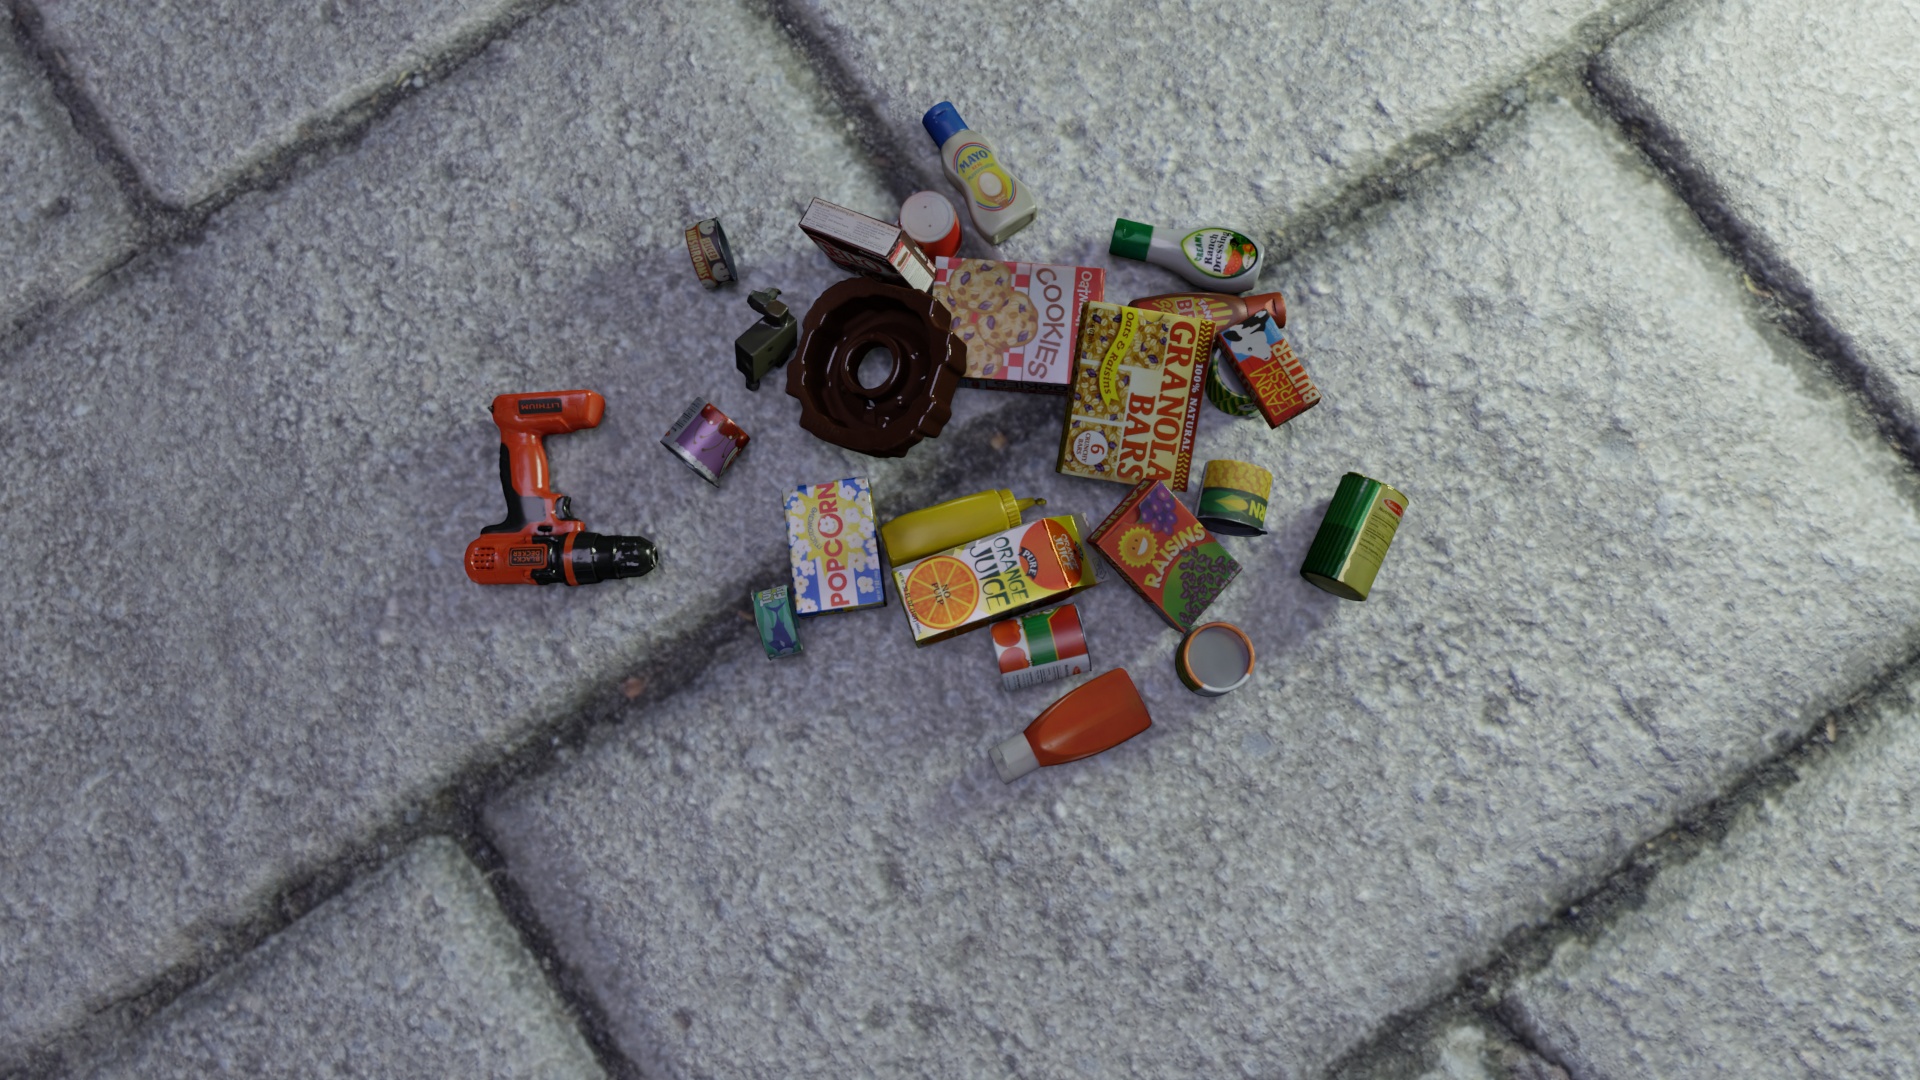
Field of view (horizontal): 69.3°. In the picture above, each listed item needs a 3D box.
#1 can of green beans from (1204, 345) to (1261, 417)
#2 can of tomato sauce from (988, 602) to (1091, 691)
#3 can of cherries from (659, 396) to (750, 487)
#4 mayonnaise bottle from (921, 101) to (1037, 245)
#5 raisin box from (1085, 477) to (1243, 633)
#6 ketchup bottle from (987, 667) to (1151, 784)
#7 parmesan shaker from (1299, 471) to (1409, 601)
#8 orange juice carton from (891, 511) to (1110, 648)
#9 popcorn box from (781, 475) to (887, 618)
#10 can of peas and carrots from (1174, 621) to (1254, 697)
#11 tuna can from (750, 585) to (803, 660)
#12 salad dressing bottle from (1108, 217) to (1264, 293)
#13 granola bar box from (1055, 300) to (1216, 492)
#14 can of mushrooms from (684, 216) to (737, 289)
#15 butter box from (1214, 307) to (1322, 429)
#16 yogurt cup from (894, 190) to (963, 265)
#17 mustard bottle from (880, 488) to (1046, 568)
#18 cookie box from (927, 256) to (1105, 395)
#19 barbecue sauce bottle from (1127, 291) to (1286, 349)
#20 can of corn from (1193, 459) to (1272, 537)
[{"bbox_3d":[0.272,-0.159,1.337,0.071,0.057,0.071,0,80,2],"label":"can of green beans"},{"bbox_3d":[0.073,0.098,1.292,0.083,0.071,0.071,-14,80,0],"label":"can of tomato sauce"},{"bbox_3d":[-0.243,-0.095,1.338,0.071,0.071,0.058,37,82,8],"label":"can of cherries"},{"bbox_3d":[0.015,-0.372,1.393,0.065,0.041,0.148,-33,81,-2],"label":"mayonnaise bottle"},{"bbox_3d":[0.190,0.013,1.295,0.086,0.040,0.123,-46,104,-6],"label":"raisin box"},{"bbox_3d":[0.099,0.177,1.287,0.149,0.043,0.065,-26,79,-3],"label":"ketchup bottle"},{"bbox_3d":[0.366,-0.003,1.300,0.071,0.071,0.103,26,82,6],"label":"parmesan shaker"},{"bbox_3d":[0.038,0.035,1.300,0.193,0.073,0.072,-19,80,-2],"label":"orange juice carton"},{"bbox_3d":[-0.121,0.007,1.327,0.085,0.038,0.127,-8,79,1],"label":"popcorn box"},{"bbox_3d":[0.234,0.108,1.288,0.071,0.058,0.071,0,80,1],"label":"can of peas and carrots"},{"bbox_3d":[-0.172,0.075,1.301,0.033,0.071,0.071,-15,80,-2],"label":"tuna can"},{"bbox_3d":[0.222,-0.284,1.369,0.148,0.044,0.064,13,79,4],"label":"salad dressing bottle"},{"bbox_3d":[0.165,-0.136,1.315,0.124,0.039,0.165,8,96,-7],"label":"granola bar box"},{"bbox_3d":[-0.246,-0.283,1.369,0.033,0.071,0.071,-15,80,1],"label":"can of mushrooms"},{"bbox_3d":[0.286,-0.160,1.294,0.053,0.024,0.103,-29,80,-4],"label":"butter box"},{"bbox_3d":[-0.032,-0.311,1.377,0.072,0.054,0.072,0,80,1],"label":"yogurt cup"},{"bbox_3d":[0.005,-0.017,1.318,0.160,0.065,0.049,-18,80,-8],"label":"mustard bottle"},{"bbox_3d":[0.053,-0.209,1.362,0.167,0.040,0.123,5,80,2],"label":"cookie box"},{"bbox_3d":[0.240,-0.214,1.356,0.149,0.043,0.065,-9,82,0],"label":"barbecue sauce bottle"},{"bbox_3d":[0.260,-0.039,1.310,0.071,0.071,0.058,12,80,4],"label":"can of corn"}]
